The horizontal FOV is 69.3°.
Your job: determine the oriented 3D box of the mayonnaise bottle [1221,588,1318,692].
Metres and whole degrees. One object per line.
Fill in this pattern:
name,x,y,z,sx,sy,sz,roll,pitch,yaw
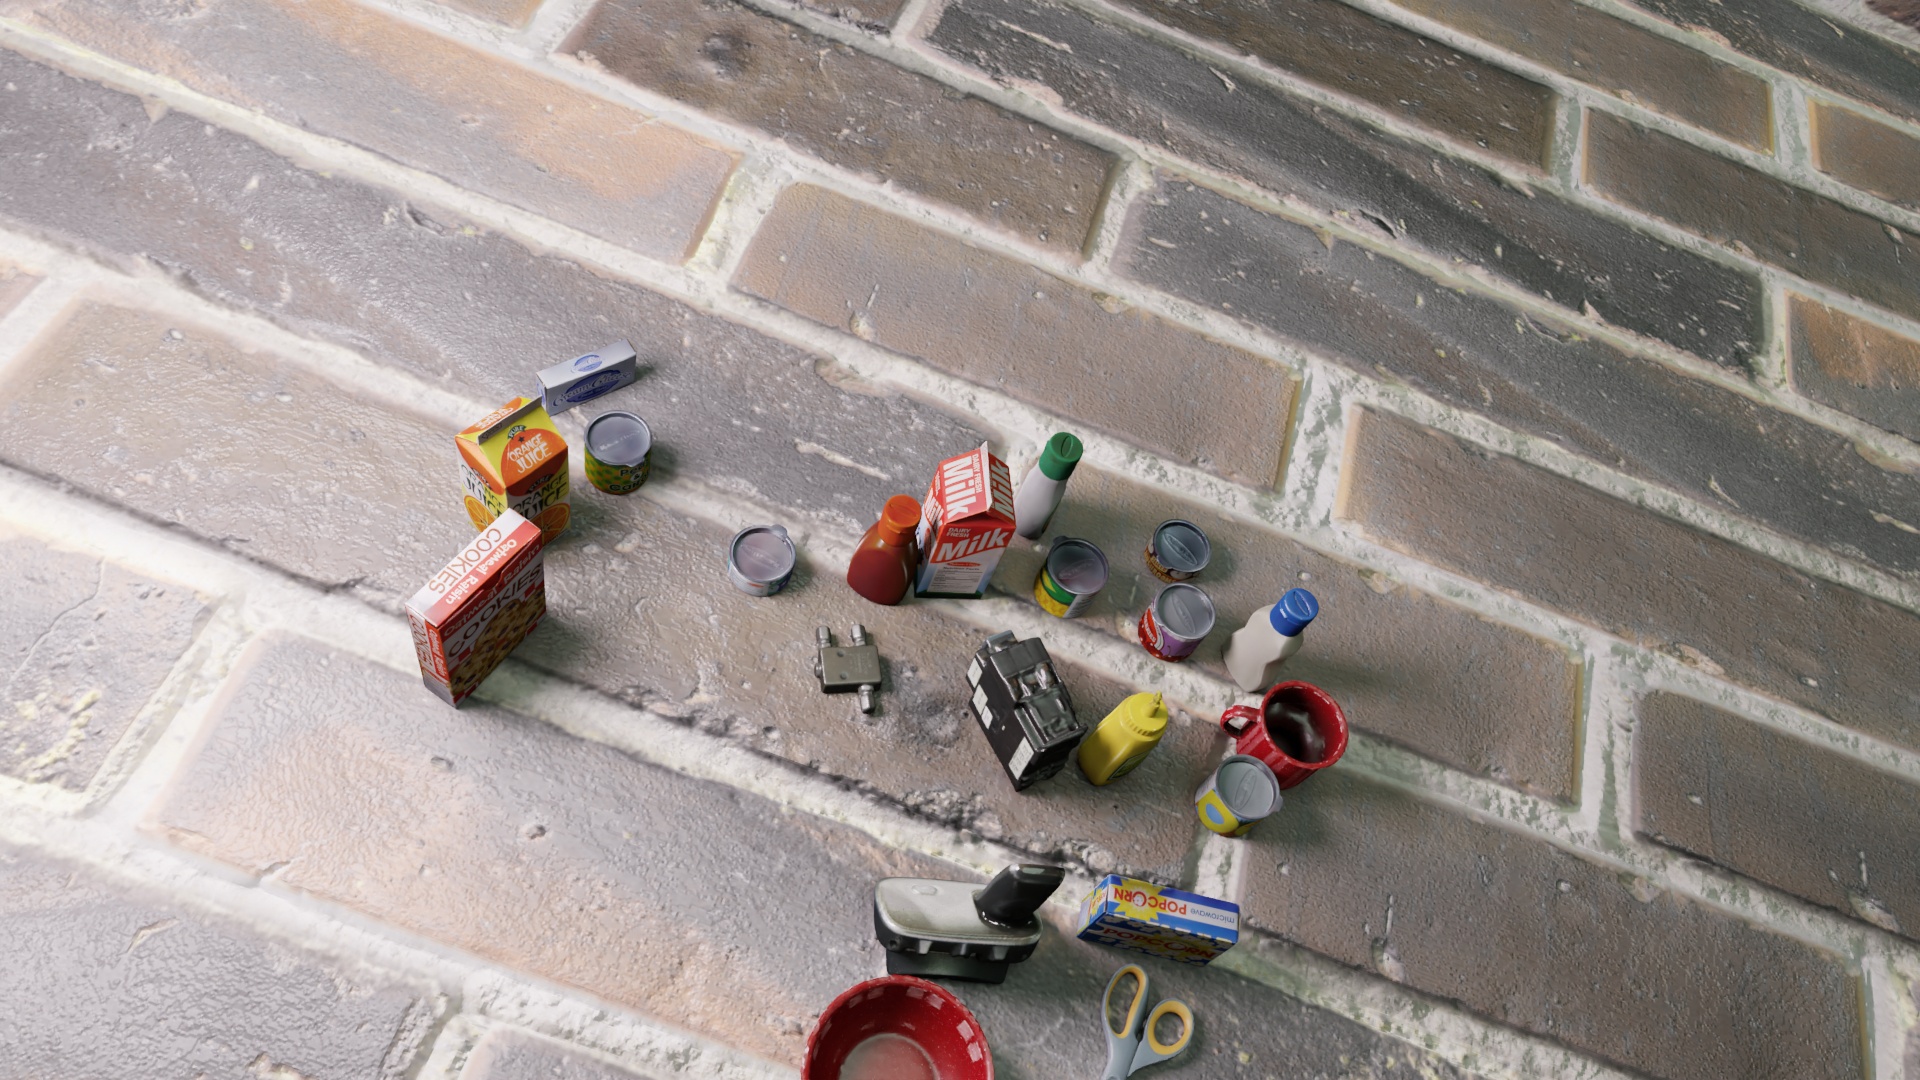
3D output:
mayonnaise bottle,0.315,0.098,1.407,0.041,0.147,0.065,-17,66,-23

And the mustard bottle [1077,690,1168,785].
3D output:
mustard bottle,0.160,0.181,1.309,0.065,0.159,0.049,-24,69,-26

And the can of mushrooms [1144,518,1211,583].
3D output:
can of mushrooms,0.233,0.014,1.504,0.071,0.033,0.071,7,58,-11

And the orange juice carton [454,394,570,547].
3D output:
orange juice carton,-0.411,-0.062,1.282,0.073,0.191,0.072,43,59,12

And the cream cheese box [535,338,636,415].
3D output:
cream cheese box,-0.386,-0.168,1.436,0.104,0.053,0.024,-27,70,-27

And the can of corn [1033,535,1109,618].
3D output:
can of corn,0.113,0.038,1.443,0.071,0.058,0.071,7,59,-11

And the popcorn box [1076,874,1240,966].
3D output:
popcorn box,0.179,0.346,1.260,0.127,0.084,0.038,15,58,-6

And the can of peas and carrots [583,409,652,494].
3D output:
can of peas and carrots,-0.343,-0.087,1.395,0.071,0.058,0.071,7,59,-11

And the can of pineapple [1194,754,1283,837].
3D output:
can of pineapple,0.271,0.252,1.357,0.071,0.057,0.071,7,59,-11

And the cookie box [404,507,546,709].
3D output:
cookie box,-0.420,0.062,1.221,0.040,0.166,0.123,34,57,6

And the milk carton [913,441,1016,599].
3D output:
milk carton,0.005,-0.017,1.368,0.073,0.189,0.072,3,60,-14

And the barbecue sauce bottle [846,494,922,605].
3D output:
barbecue sauce bottle,-0.070,0.009,1.358,0.065,0.147,0.044,25,57,0

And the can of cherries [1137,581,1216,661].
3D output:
can of cherries,0.222,0.085,1.443,0.071,0.058,0.072,7,59,-11

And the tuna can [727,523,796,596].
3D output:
tuna can,-0.198,0.018,1.386,0.071,0.032,0.071,7,58,-11

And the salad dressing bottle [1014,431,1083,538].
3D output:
salad dressing bottle,0.089,-0.057,1.440,0.044,0.147,0.064,22,57,-2
